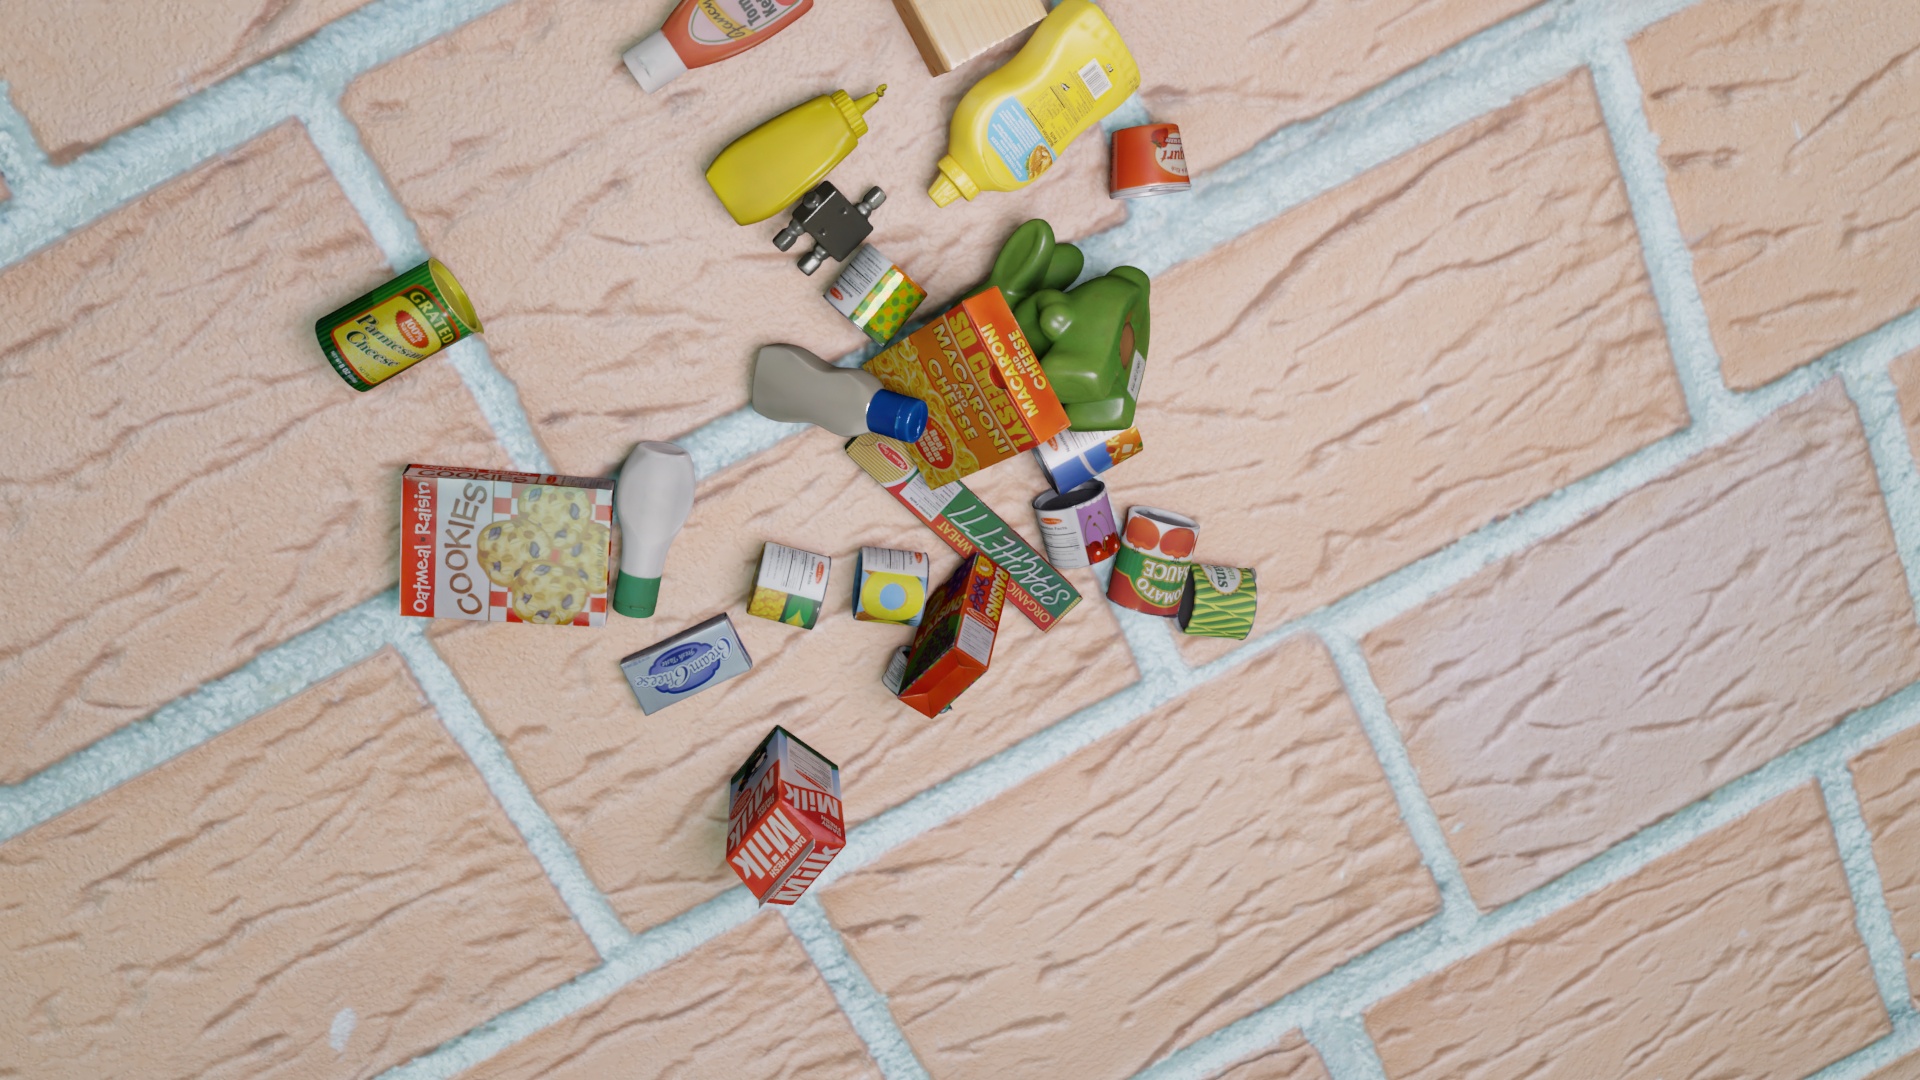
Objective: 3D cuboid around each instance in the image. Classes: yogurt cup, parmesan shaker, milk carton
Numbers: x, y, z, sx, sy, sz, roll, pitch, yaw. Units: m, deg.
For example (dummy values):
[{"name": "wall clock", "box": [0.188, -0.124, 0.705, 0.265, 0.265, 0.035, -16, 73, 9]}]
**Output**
[{"name": "yogurt cup", "box": [0.153, -0.311, 1.140, 0.072, 0.072, 0.054, -7, 99, -6]}, {"name": "parmesan shaker", "box": [-0.440, -0.166, 1.091, 0.103, 0.071, 0.071, -29, 108, 1]}, {"name": "milk carton", "box": [-0.149, 0.240, 1.184, 0.073, 0.191, 0.072, 38, 98, -16]}]

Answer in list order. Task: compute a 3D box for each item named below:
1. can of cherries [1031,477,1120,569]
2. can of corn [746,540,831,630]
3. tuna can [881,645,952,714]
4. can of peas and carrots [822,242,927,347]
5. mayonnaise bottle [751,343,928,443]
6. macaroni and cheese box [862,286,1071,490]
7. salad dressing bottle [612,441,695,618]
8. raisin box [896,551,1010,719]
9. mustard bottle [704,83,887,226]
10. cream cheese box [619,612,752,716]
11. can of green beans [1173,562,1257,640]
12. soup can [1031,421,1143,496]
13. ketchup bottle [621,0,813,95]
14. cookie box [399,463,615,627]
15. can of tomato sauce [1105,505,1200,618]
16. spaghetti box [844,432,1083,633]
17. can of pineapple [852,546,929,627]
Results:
[{"name": "can of cherries", "box": [0.104, -0.015, 1.216, 0.071, 0.071, 0.058, -19, 108, -3]}, {"name": "can of corn", "box": [-0.148, 0.040, 1.194, 0.058, 0.071, 0.071, 15, 103, -12]}, {"name": "tuna can", "box": [-0.031, 0.124, 1.234, 0.071, 0.071, 0.032, 25, 101, -14]}, {"name": "can of peas and carrots", "box": [-0.068, -0.200, 1.138, 0.071, 0.071, 0.058, 39, 97, -17]}, {"name": "mayonnaise bottle", "box": [-0.099, -0.115, 1.131, 0.148, 0.041, 0.064, 18, 110, 22]}, {"name": "macaroni and cheese box", "box": [0.001, -0.116, 1.109, 0.040, 0.166, 0.123, -32, 97, -32]}, {"name": "salad dressing bottle", "box": [-0.264, -0.008, 1.174, 0.064, 0.044, 0.147, 8, 106, -22]}, {"name": "raisin box", "box": [-0.005, 0.079, 1.181, 0.040, 0.124, 0.085, 34, 129, -14]}, {"name": "mustard bottle", "box": [-0.124, -0.314, 1.104, 0.160, 0.049, 0.065, -33, 108, 1]}, {"name": "cream cheese box", "box": [-0.241, 0.108, 1.220, 0.104, 0.024, 0.053, -24, 108, -1]}, {"name": "can of green beans", "box": [0.229, 0.055, 1.254, 0.058, 0.071, 0.071, 6, 105, -10]}, {"name": "soup can", "box": [0.106, -0.085, 1.197, 0.084, 0.071, 0.071, -28, 108, 0]}, {"name": "ketchup bottle", "box": [-0.190, -0.400, 1.073, 0.149, 0.043, 0.064, -33, 108, 2]}, {"name": "cookie box", "box": [-0.379, 0.005, 1.162, 0.168, 0.040, 0.122, 4, 105, -11]}, {"name": "can of tomato sauce", "box": [0.172, 0.018, 1.233, 0.071, 0.071, 0.083, 10, 104, -11]}, {"name": "spaghetti box", "box": [0.004, -0.015, 1.219, 0.249, 0.029, 0.050, 42, 96, -17]}, {"name": "can of pineapple", "box": [-0.061, 0.042, 1.206, 0.058, 0.071, 0.070, 7, 105, -10]}]
